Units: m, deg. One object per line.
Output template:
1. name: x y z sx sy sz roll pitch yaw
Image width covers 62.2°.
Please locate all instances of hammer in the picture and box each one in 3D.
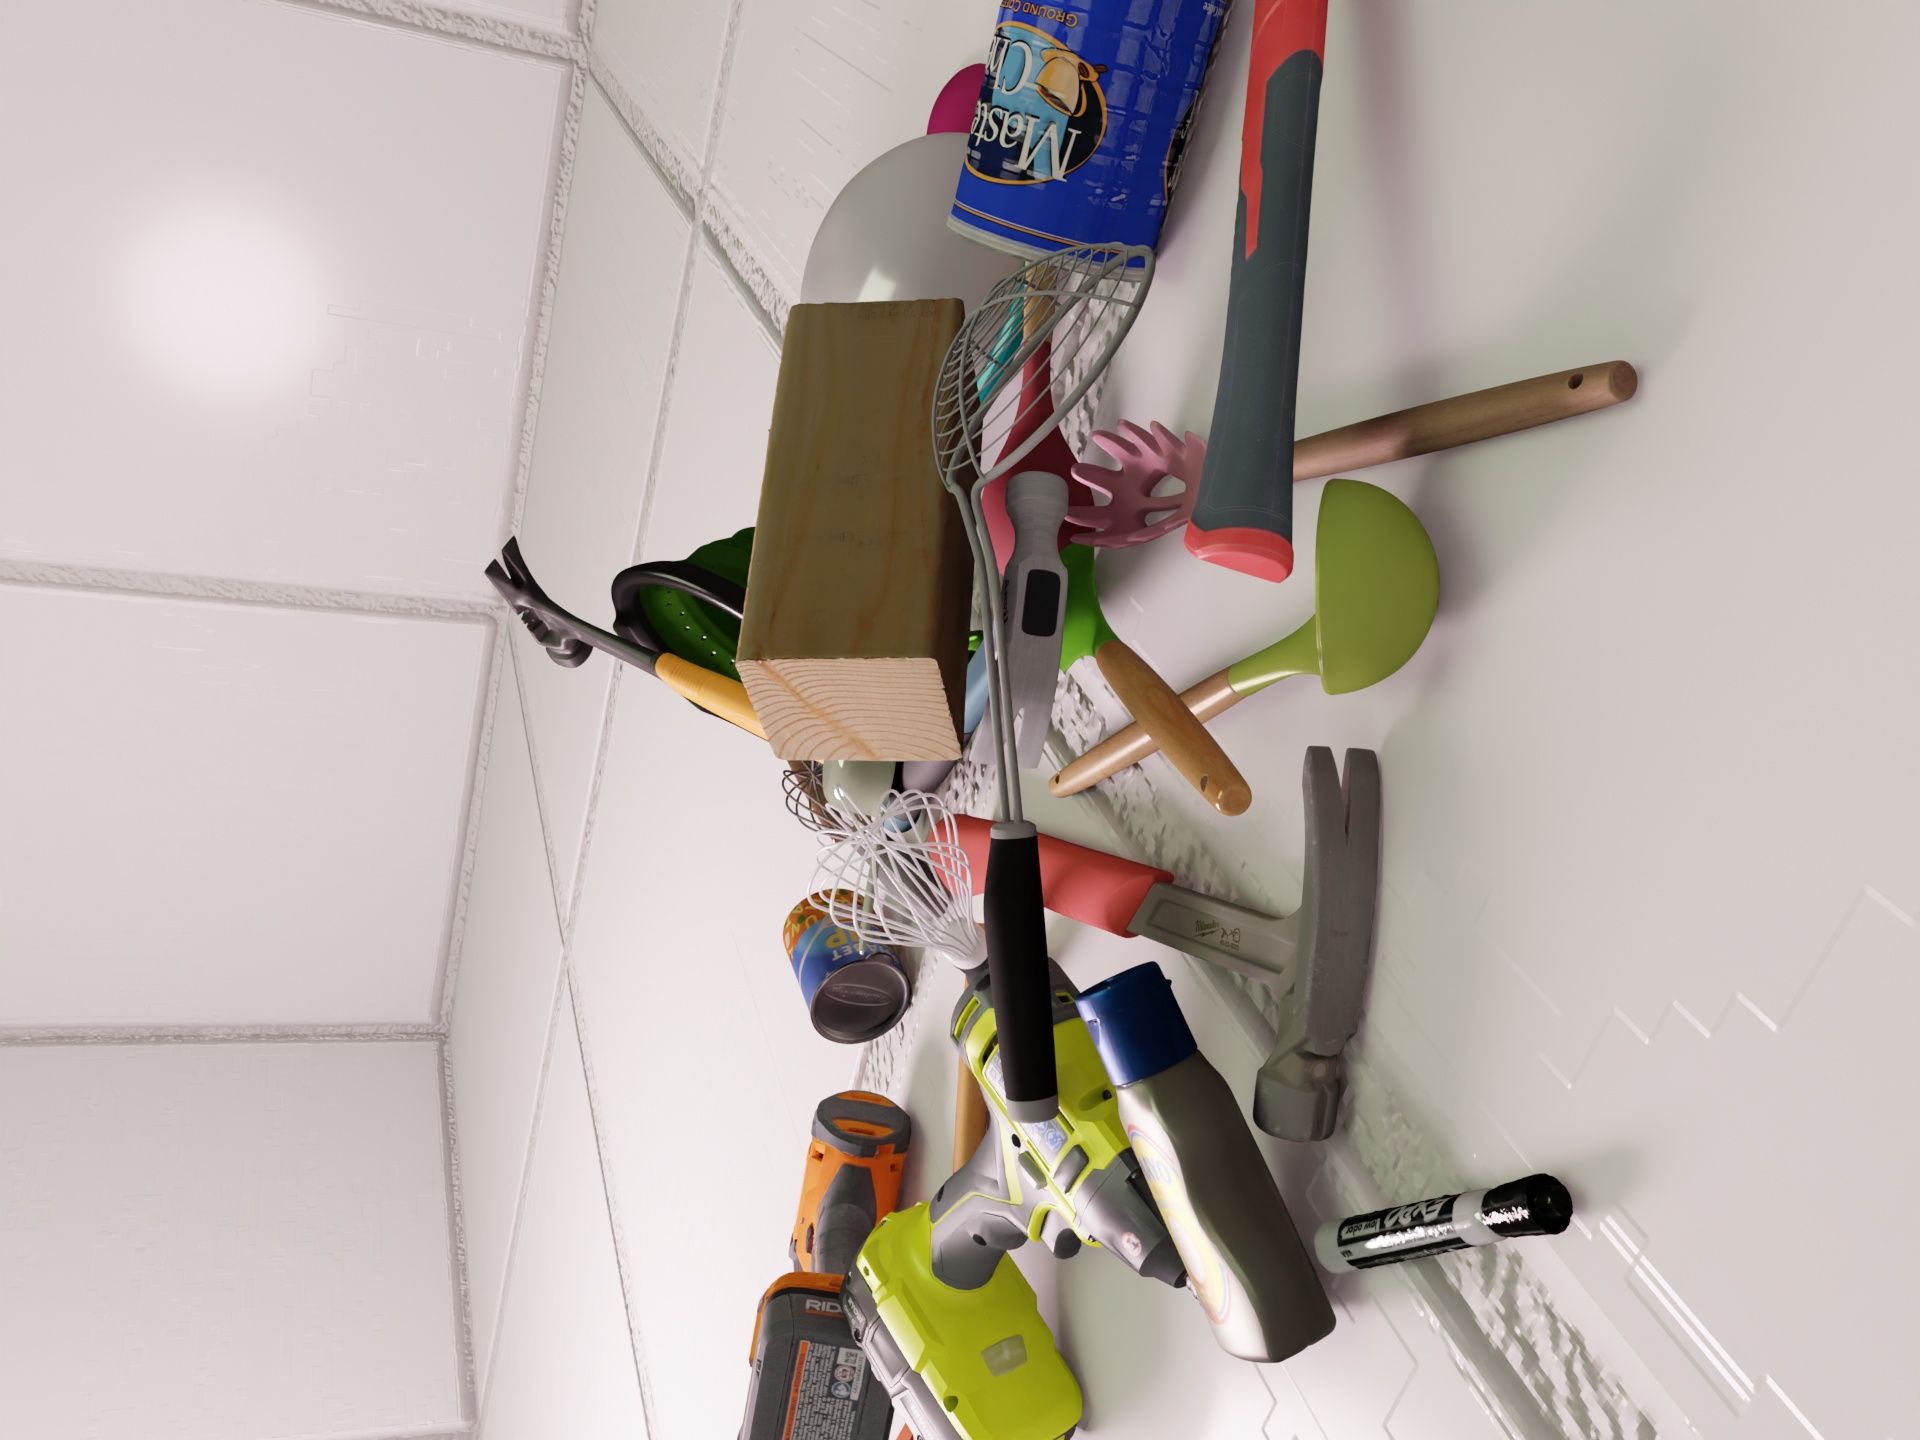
1. hammer: 0.070 0.072 0.751 0.359 0.036 0.149 -170 84 -66
2. hammer: -0.180 -0.028 1.092 0.034 0.337 0.127 -56 -27 -20
3. hammer: -0.001 -0.003 0.867 0.331 0.033 0.128 125 151 -66
4. hammer: 0.128 -0.237 0.588 0.143 0.038 0.386 151 130 -62

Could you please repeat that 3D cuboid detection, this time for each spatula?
1. spatula: -0.005 0.275 0.885 0.081 0.041 0.323 172 102 -67
2. spatula: -0.134 0.016 1.257 0.316 0.018 0.059 -127 47 -58

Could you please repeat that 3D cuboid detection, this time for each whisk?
1. whisk: -0.064 0.074 1.051 0.239 0.055 0.055 37 120 58
2. whisk: -0.006 0.094 0.741 0.284 0.070 0.070 58 -157 -64

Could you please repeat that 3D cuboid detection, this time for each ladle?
1. ladle: 0.044 -0.225 0.841 0.069 0.031 0.315 1 86 31
2. ladle: 0.096 -0.013 0.681 0.320 0.062 0.078 142 140 -63

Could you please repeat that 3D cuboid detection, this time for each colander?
1. colander: -0.086 -0.068 1.064 0.397 0.204 0.094 1 52 51

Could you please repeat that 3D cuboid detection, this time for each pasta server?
1. pasta server: 0.133 -0.106 0.632 0.316 0.040 0.060 0 77 66

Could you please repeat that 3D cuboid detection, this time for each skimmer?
1. skimmer: 0.044 -0.017 0.670 0.127 0.090 0.363 180 86 -68

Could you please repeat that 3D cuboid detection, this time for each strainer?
1. strainer: -0.050 -0.199 0.921 0.211 0.095 0.340 -15 60 60

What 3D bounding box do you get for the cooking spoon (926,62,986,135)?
1. cooking spoon: 0.037 -0.379 0.926 0.319 0.017 0.069 -167 84 -67

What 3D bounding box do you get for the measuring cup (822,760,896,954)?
1. measuring cup: -0.065 0.059 0.951 0.083 0.038 0.168 117 160 -59

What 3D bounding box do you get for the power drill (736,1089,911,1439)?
1. power drill: -0.074 0.342 0.926 0.227 0.084 0.164 -88 9 -73

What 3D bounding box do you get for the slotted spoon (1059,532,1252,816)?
1. slotted spoon: 0.071 -0.023 0.679 0.314 0.031 0.070 -113 33 -70

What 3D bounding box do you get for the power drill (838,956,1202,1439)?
1. power drill: 0.033 0.243 0.737 0.171 0.080 0.223 50 131 34
